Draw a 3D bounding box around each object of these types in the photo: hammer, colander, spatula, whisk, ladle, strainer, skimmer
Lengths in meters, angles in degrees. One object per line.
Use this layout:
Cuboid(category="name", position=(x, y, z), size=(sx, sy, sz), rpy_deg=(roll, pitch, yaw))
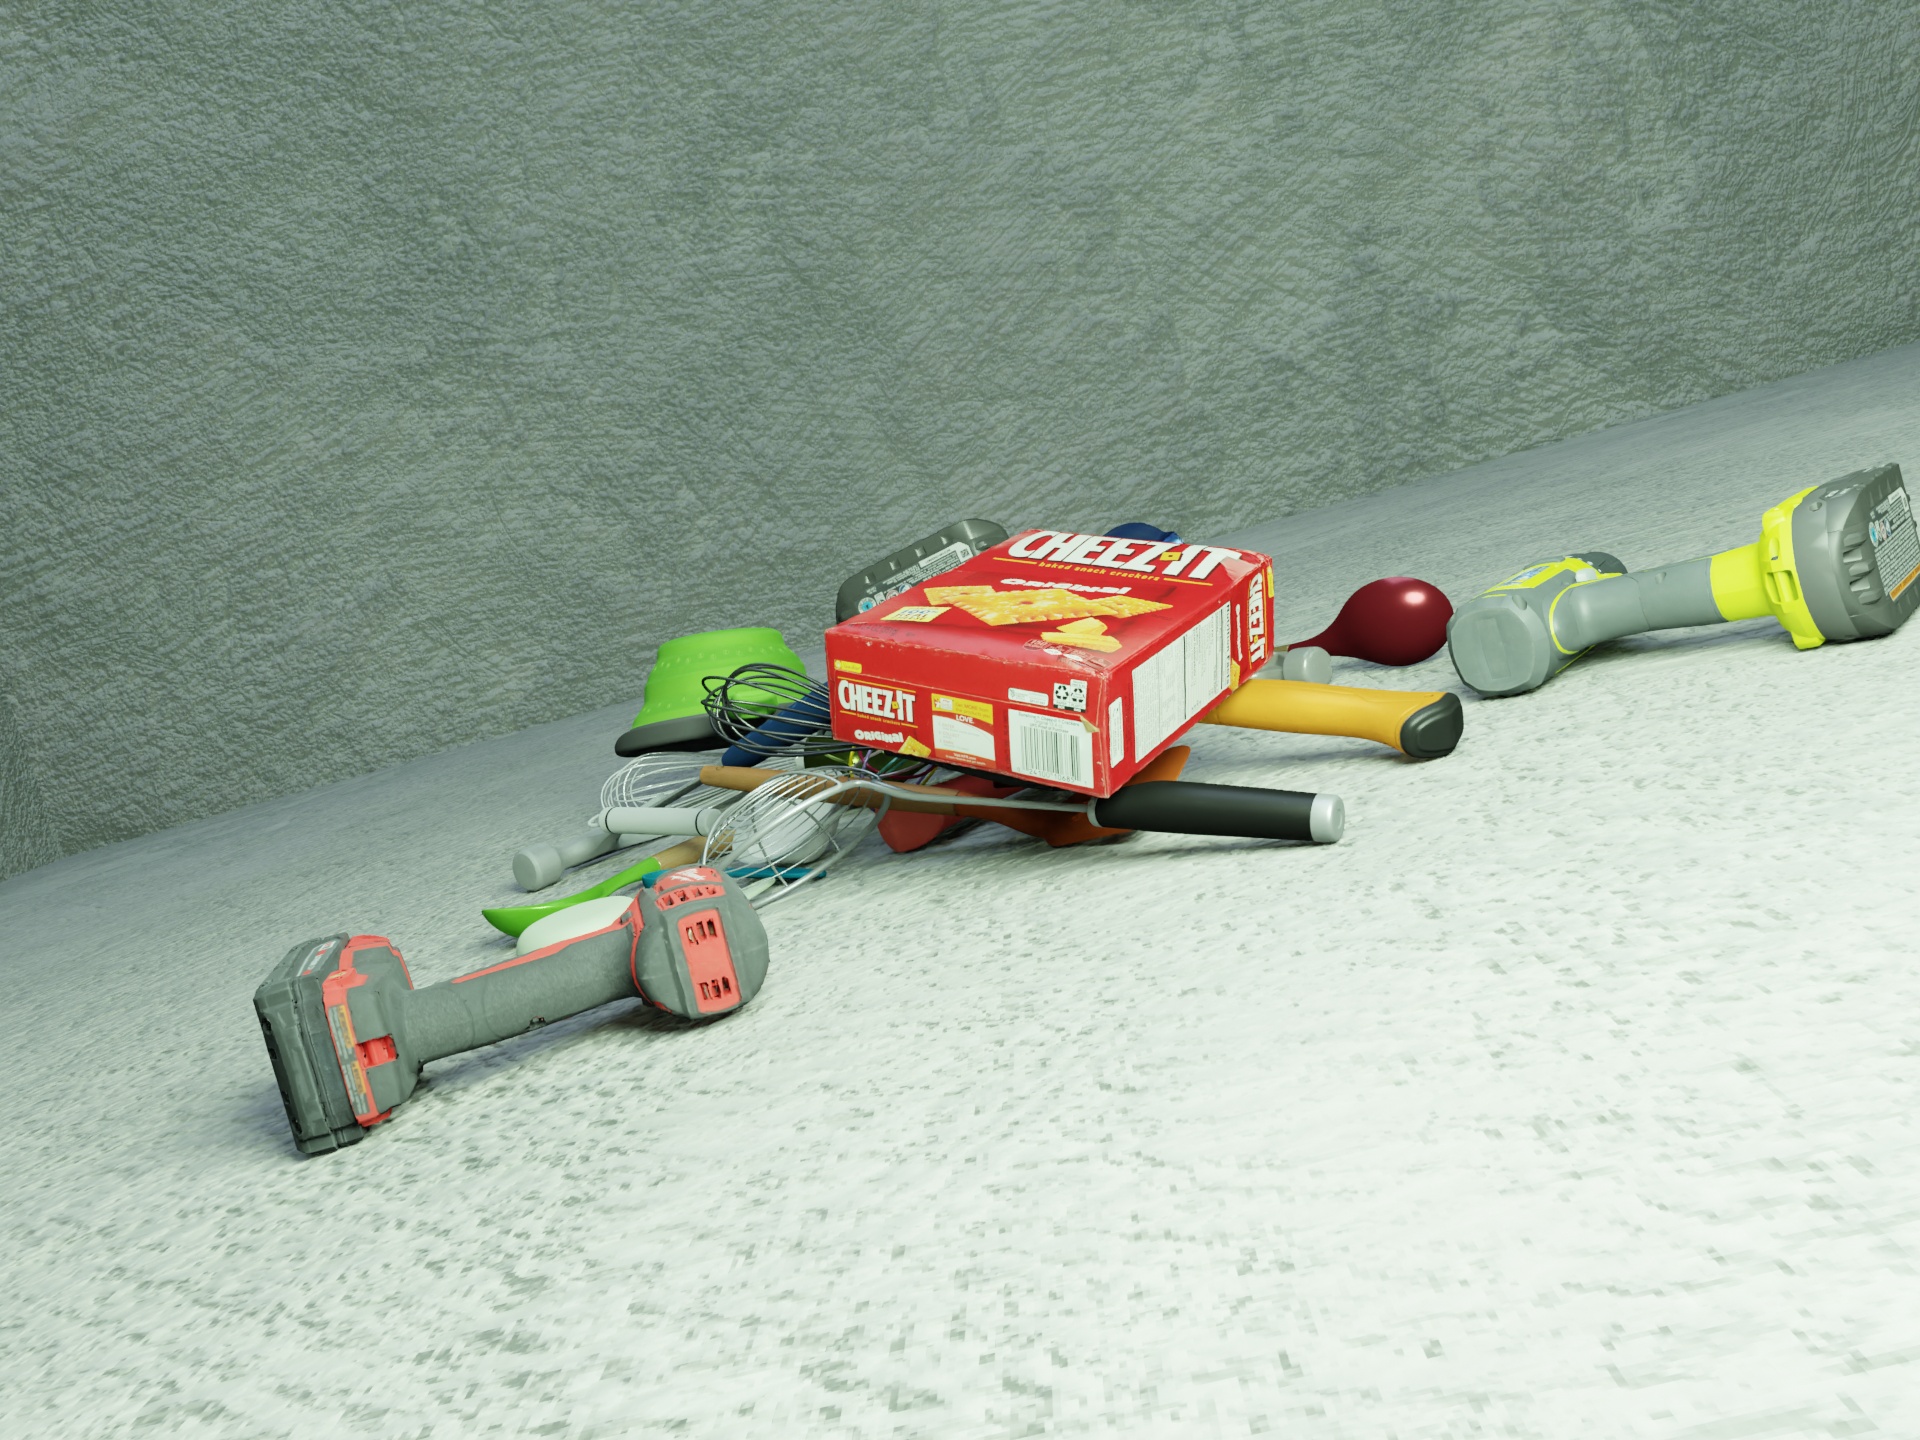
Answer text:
Cuboid(category="hammer", position=(-0.165, 0.029, 1.145), size=(0.405, 0.035, 0.144), rpy_deg=(-29, -4, 40))
Cuboid(category="colander", position=(-0.189, -0.034, 1.314), size=(0.204, 0.094, 0.397), rpy_deg=(-8, -3, -12))
Cuboid(category="spatula", position=(-0.023, 0.039, 0.937), size=(0.323, 0.041, 0.081), rpy_deg=(4, 34, 28))
Cuboid(category="hammer", position=(0.128, -0.015, 0.934), size=(0.337, 0.034, 0.127), rpy_deg=(6, 26, 36))
Cuboid(category="whisk", position=(-0.002, -0.005, 1.085), size=(0.245, 0.047, 0.051), rpy_deg=(-36, -17, -51))
Cuboid(category="ladle", position=(0.036, -0.015, 1.187), size=(0.320, 0.062, 0.078), rpy_deg=(-23, 13, -1))
Cuboid(category="whisk", position=(-0.168, 0.040, 1.373), size=(0.284, 0.070, 0.070), rpy_deg=(-12, 6, -14))
Cuboid(category="strainer", position=(-0.160, 0.069, 1.066), size=(0.258, 0.050, 0.087), rpy_deg=(-1, 41, 36))
Cuboid(category="ladle", position=(0.232, -0.047, 1.200), size=(0.031, 0.069, 0.315), rpy_deg=(-44, 17, -34))
Cuboid(category="whisk", position=(-0.038, 0.007, 0.890), size=(0.239, 0.055, 0.055), rpy_deg=(11, 16, 16))
Cuboid(category="hammer", position=(0.087, 0.013, 1.086), size=(0.359, 0.036, 0.149), rpy_deg=(-21, 9, -35))
Cuboid(category="skimmer", position=(0.018, 0.072, 0.822), size=(0.363, 0.090, 0.127), rpy_deg=(1, 3, 31))

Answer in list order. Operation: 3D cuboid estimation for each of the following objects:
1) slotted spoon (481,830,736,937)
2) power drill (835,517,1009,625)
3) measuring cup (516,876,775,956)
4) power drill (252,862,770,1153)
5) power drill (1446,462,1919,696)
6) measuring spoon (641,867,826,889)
Cuboid(category="slotted spoon", position=(-0.193, 0.095, 1.112), size=(0.070, 0.031, 0.313), rpy_deg=(-9, 8, 42))
Cuboid(category="power drill", position=(0.012, -0.076, 1.176), size=(0.171, 0.080, 0.223), rpy_deg=(-26, -11, 12))
Cuboid(category="measuring cup", position=(-0.177, 0.109, 0.912), size=(0.167, 0.038, 0.083), rpy_deg=(-25, 11, -39))
Cuboid(category="power drill", position=(-0.204, 0.122, 0.756), size=(0.219, 0.078, 0.143), rpy_deg=(-15, 7, -12))
Cuboid(category="power drill", position=(0.423, -0.080, 0.928), size=(0.228, 0.080, 0.190), rpy_deg=(-12, 8, 44))
Cuboid(category="measuring spoon", position=(-0.141, 0.104, 0.994), size=(0.128, 0.021, 0.042), rpy_deg=(-3, 4, 23))
